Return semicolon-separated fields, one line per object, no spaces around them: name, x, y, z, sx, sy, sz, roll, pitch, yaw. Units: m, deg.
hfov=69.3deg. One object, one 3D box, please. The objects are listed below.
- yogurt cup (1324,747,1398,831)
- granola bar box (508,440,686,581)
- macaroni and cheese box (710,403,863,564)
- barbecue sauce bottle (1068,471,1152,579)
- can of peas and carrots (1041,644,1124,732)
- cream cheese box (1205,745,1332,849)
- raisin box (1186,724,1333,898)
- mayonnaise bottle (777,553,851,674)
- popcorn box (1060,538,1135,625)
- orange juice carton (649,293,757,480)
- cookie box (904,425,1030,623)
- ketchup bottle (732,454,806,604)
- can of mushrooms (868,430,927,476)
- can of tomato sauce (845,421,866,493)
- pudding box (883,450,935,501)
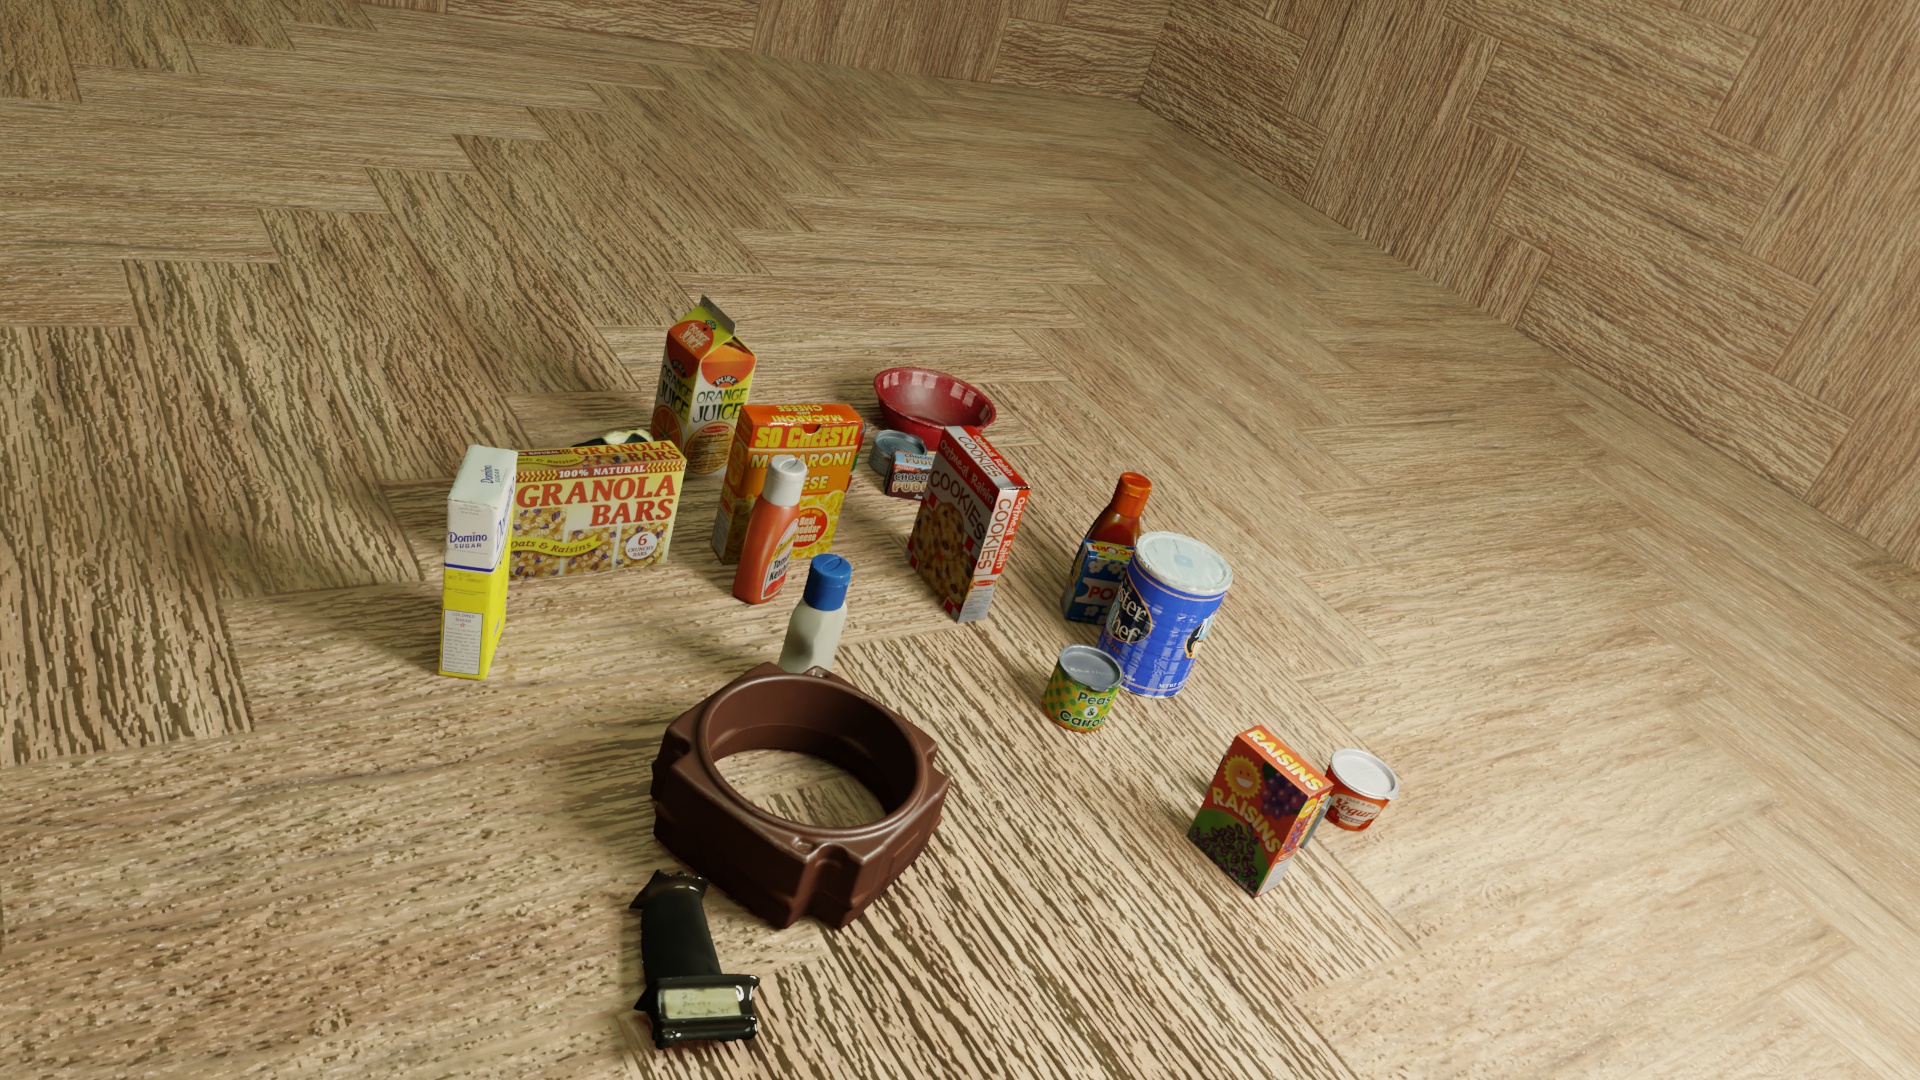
yogurt cup;0.377;0.240;1.328;0.072;0.053;0.073;13;30;-8
granola bar box;-0.353;-0.030;1.315;0.166;0.123;0.039;-7;38;-36
macaroni and cheese box;-0.176;-0.057;1.412;0.124;0.165;0.040;-4;37;-33
barbecue sauce bottle;0.169;-0.004;1.525;0.065;0.147;0.044;17;30;-1
can of peas and carrots;0.119;0.145;1.343;0.071;0.058;0.071;13;30;-8
cream cheese box;0.284;0.237;1.284;0.104;0.053;0.024;27;31;15
raisin box;0.259;0.235;1.206;0.040;0.122;0.086;-12;41;-41
mayonnaise bottle;-0.130;0.081;1.229;0.041;0.147;0.065;27;31;16
popcorn box;0.181;0.051;1.504;0.127;0.084;0.038;9;31;-15
orange juice carton;-0.279;-0.167;1.511;0.073;0.191;0.072;-11;40;-40
cookie box;0.005;-0.018;1.443;0.040;0.166;0.123;-4;36;-33
ketchup bottle;-0.183;-0.012;1.352;0.043;0.148;0.065;25;31;12
can of mushrooms;-0.074;-0.102;1.672;0.071;0.033;0.071;13;30;-8
can of tomato sauce;-0.149;-0.101;1.581;0.071;0.082;0.071;13;30;-8
pudding box;-0.043;-0.073;1.624;0.084;0.049;0.030;9;31;-15
